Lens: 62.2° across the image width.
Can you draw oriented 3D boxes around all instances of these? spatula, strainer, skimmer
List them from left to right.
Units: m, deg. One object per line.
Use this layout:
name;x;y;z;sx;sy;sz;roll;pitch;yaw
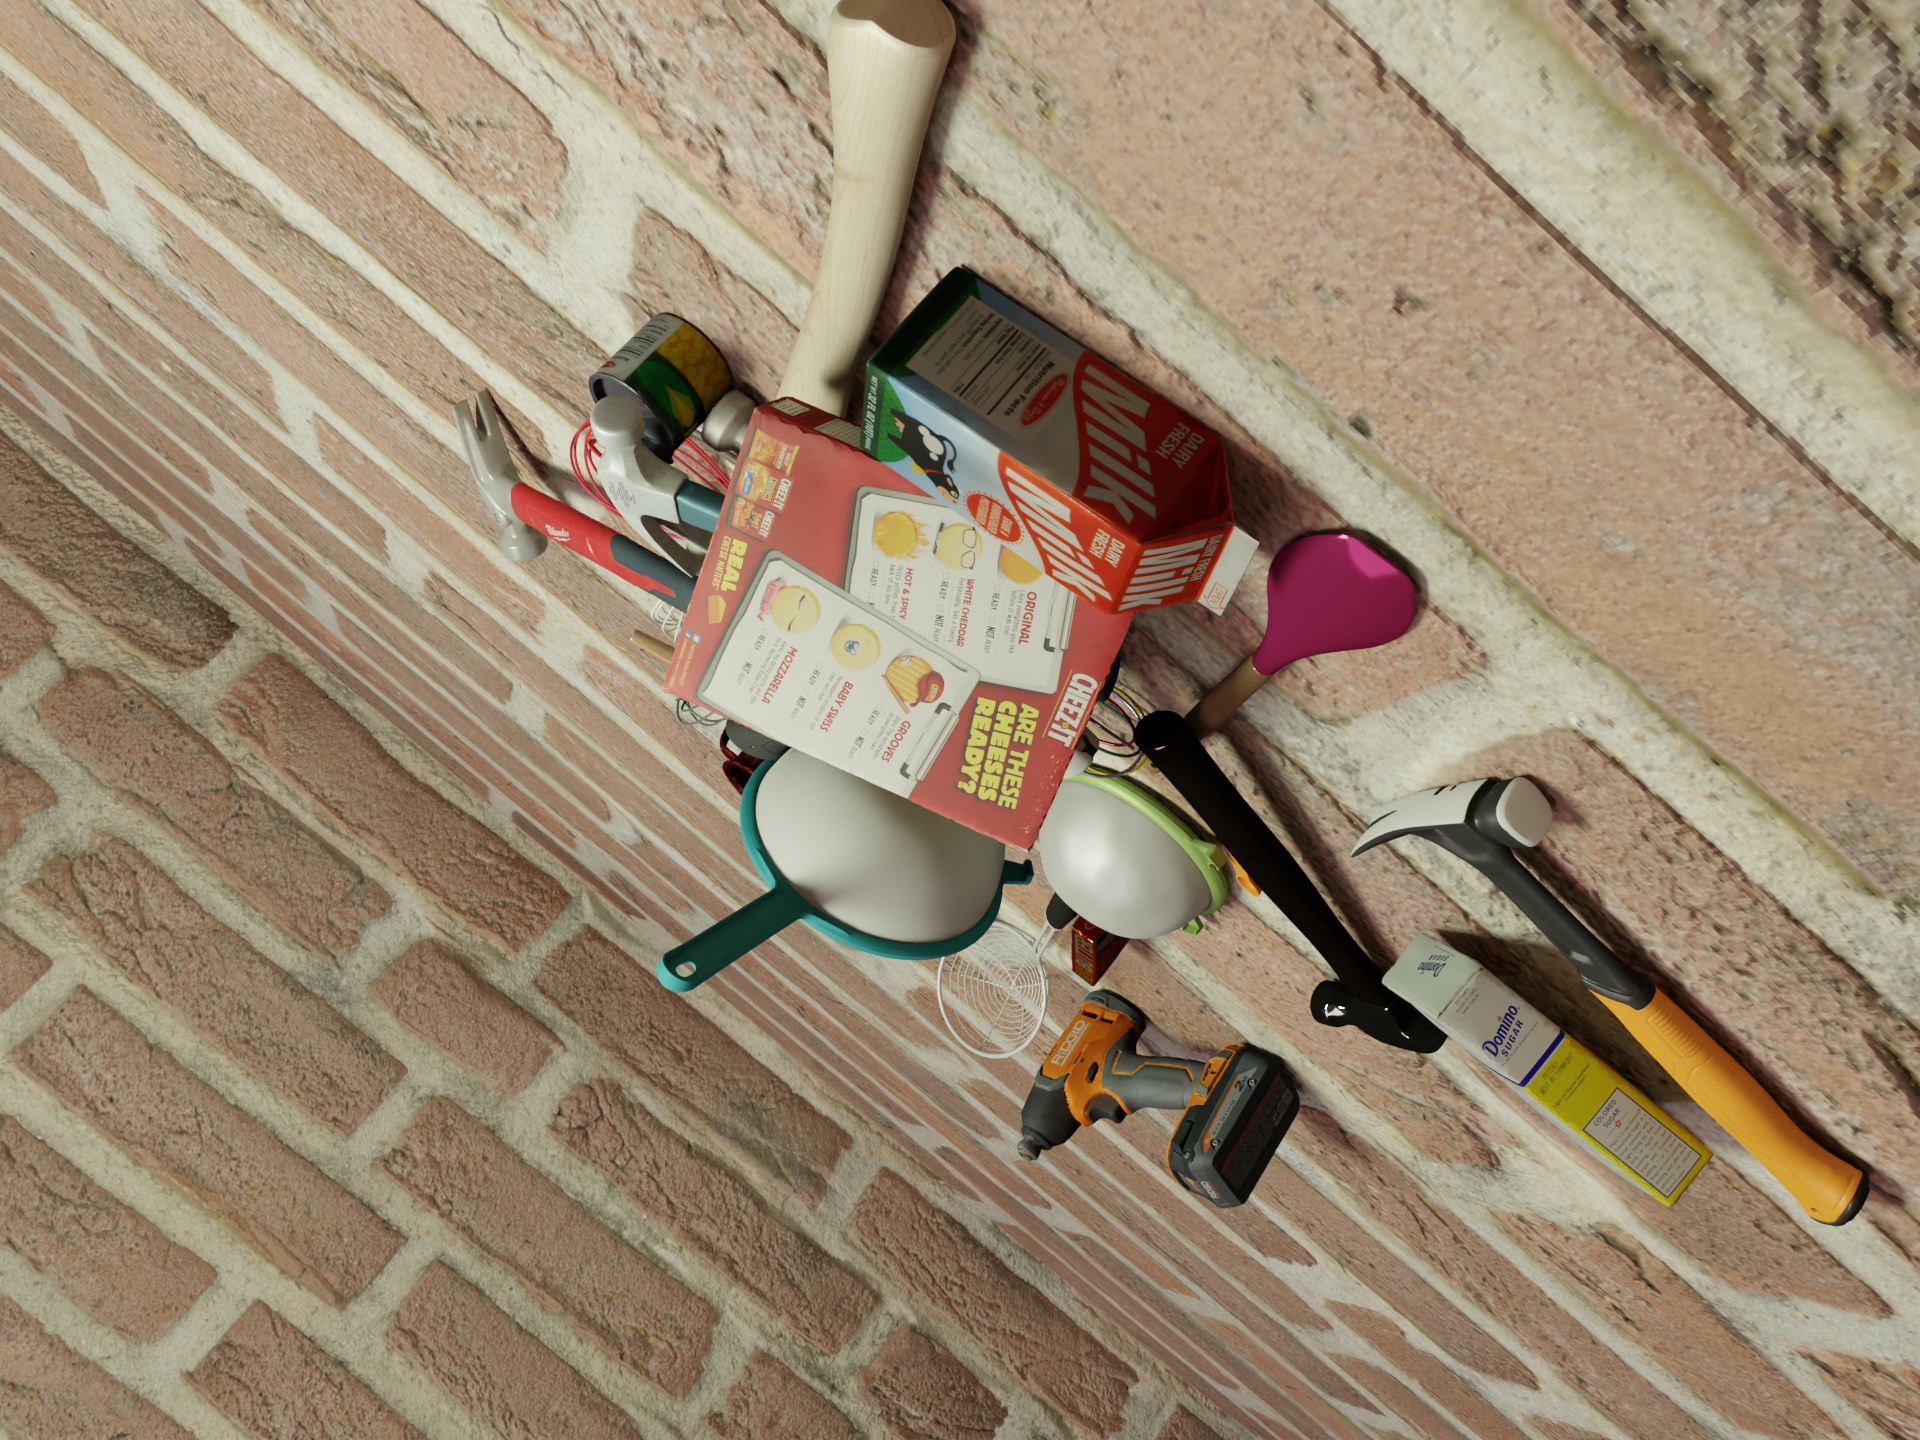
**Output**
spatula;-0.125;0.007;1.291;0.316;0.018;0.059;29;159;-7
strainer;-0.081;0.085;1.113;0.211;0.340;0.095;41;125;14
skimmer;0.046;0.197;1.364;0.363;0.090;0.127;106;143;-65
strainer;0.063;0.075;1.115;0.256;0.069;0.151;33;159;16

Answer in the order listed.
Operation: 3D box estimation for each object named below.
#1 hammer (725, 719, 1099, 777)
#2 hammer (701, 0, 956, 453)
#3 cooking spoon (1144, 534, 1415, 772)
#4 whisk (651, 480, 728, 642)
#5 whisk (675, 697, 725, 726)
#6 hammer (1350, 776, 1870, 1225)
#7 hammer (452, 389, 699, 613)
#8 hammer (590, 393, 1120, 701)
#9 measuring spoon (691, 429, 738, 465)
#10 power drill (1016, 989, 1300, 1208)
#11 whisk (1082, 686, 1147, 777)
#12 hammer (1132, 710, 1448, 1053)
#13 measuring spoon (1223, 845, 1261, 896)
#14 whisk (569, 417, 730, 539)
hammer;-0.065;-0.008;1.021;0.146;0.035;0.335;40;155;-25
hammer;-0.052;-0.200;0.794;0.146;0.038;0.410;37;159;1
cooking spoon;0.152;-0.022;0.845;0.069;0.017;0.318;36;159;1
whisk;-0.196;-0.116;1.195;0.057;0.059;0.246;5;159;-14
whisk;-0.146;-0.044;1.184;0.055;0.055;0.239;46;140;-19
hammer;0.358;0.155;0.847;0.336;0.034;0.127;43;158;-10
hammer;-0.247;-0.130;1.168;0.387;0.038;0.143;28;142;38
hammer;-0.061;-0.089;0.937;0.331;0.033;0.128;23;156;8
measuring spoon;-0.166;-0.191;1.034;0.124;0.018;0.034;36;176;-10
power drill;0.156;0.331;1.360;0.227;0.164;0.084;11;145;47
whisk;0.019;-0.051;0.987;0.245;0.051;0.047;38;138;13
hammer;0.206;0.107;0.975;0.130;0.031;0.331;8;147;51
measuring spoon;0.175;0.073;1.018;0.021;0.011;0.116;33;158;46
whisk;-0.132;-0.118;1.039;0.296;0.073;0.073;31;158;10
